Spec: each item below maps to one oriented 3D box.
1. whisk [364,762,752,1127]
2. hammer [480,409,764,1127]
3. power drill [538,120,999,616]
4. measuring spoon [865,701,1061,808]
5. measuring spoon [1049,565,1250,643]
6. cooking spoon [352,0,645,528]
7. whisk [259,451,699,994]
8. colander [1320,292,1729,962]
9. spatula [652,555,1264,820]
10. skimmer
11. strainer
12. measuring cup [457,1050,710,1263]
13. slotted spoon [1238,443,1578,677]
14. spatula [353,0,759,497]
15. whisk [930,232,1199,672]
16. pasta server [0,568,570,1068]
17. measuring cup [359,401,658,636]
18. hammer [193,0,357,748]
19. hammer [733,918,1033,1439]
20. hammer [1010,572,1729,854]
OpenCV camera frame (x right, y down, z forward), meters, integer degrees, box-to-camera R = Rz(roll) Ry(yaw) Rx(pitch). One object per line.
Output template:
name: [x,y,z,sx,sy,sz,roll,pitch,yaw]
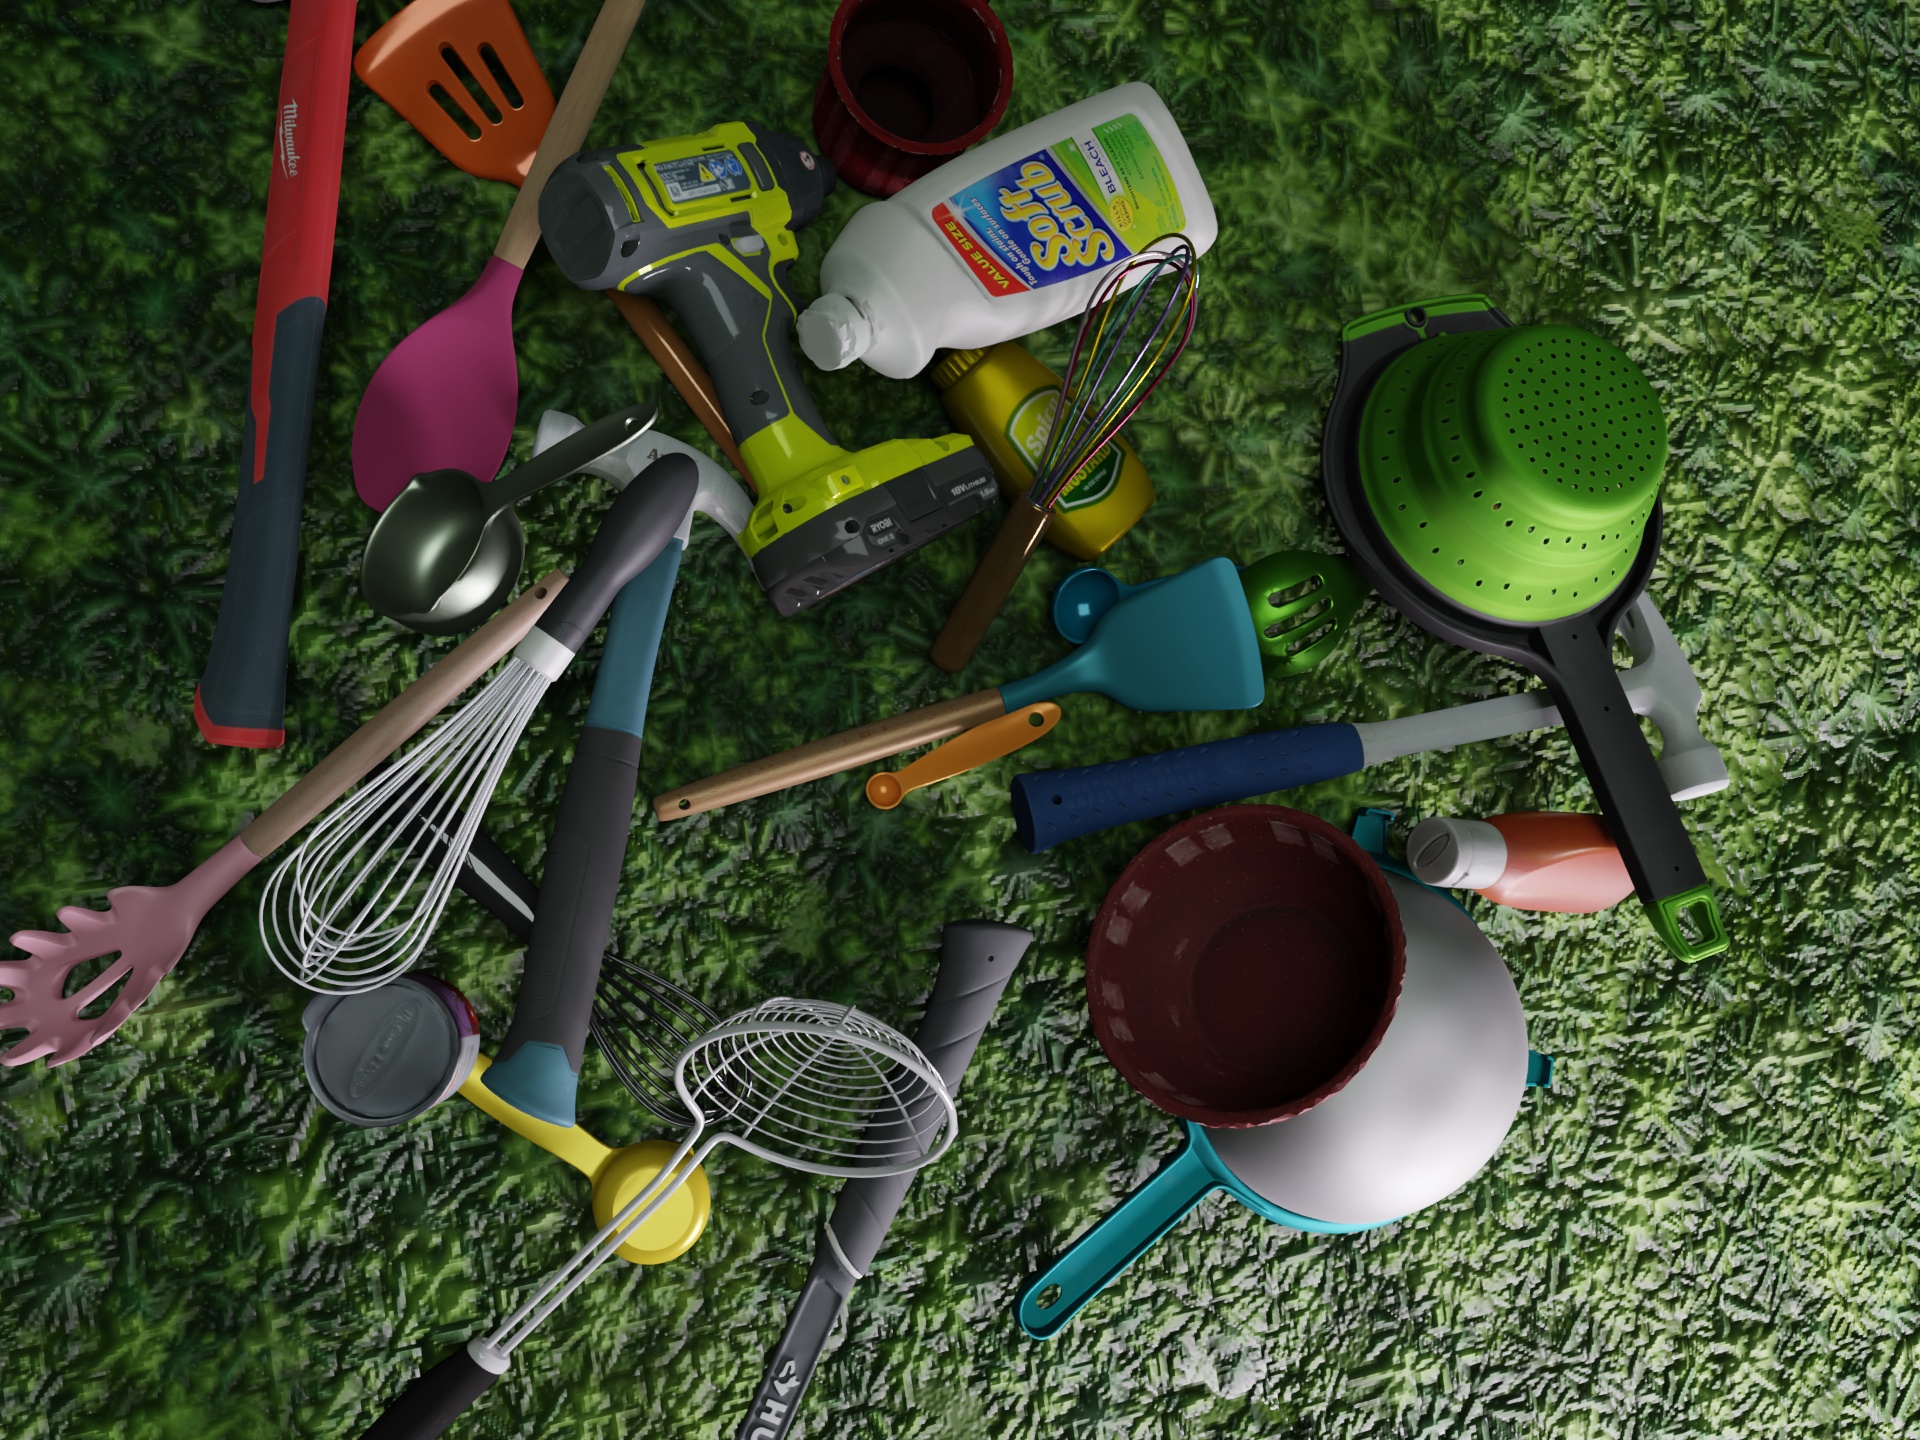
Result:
whisk: [-0.193,0.107,0.758,0.239,0.055,0.055,44,77,-4]
hammer: [-0.168,0.019,0.745,0.128,0.033,0.331,13,73,-15]
power drill: [-0.080,-0.179,0.770,0.171,0.080,0.223,-32,96,-45]
measuring spoon: [0.002,0.018,0.834,0.117,0.011,0.021,-25,76,-19]
measuring spoon: [0.102,-0.071,0.865,0.128,0.021,0.042,-11,115,-25]
cooking spoon: [-0.203,-0.240,0.752,0.068,0.017,0.319,24,95,-21]
whisk: [-0.202,-0.003,0.699,0.070,0.070,0.284,37,82,-11]
colander: [0.334,-0.069,0.842,0.204,0.094,0.397,-16,78,-17]
spatula: [-0.001,-0.003,0.809,0.317,0.044,0.082,-18,102,-12]
skimmer: [-0.160,0.258,0.704,0.363,0.090,0.127,-43,123,-3]
strainer: [0.172,0.211,0.825,0.340,0.095,0.211,-36,97,-16]
measuring cup: [-0.187,0.203,0.759,0.156,0.029,0.062,38,78,-10]
slotted spoon: [0.277,-0.114,0.908,0.314,0.031,0.070,-30,108,-17]
spatula: [-0.163,-0.208,0.783,0.081,0.041,0.322,-37,98,-2]
whisk: [0.048,-0.128,0.788,0.047,0.051,0.245,38,113,19]
pasta server: [-0.299,0.038,0.711,0.316,0.040,0.060,-41,83,-4]
measuring cup: [-0.199,-0.095,0.729,0.167,0.038,0.083,-26,57,14]
hammer: [-0.292,-0.179,0.715,0.143,0.038,0.386,5,89,29]
hammer: [-0.062,0.285,0.788,0.149,0.036,0.409,28,80,-14]
hammer: [0.223,0.007,0.870,0.405,0.035,0.144,-10,76,-14]
